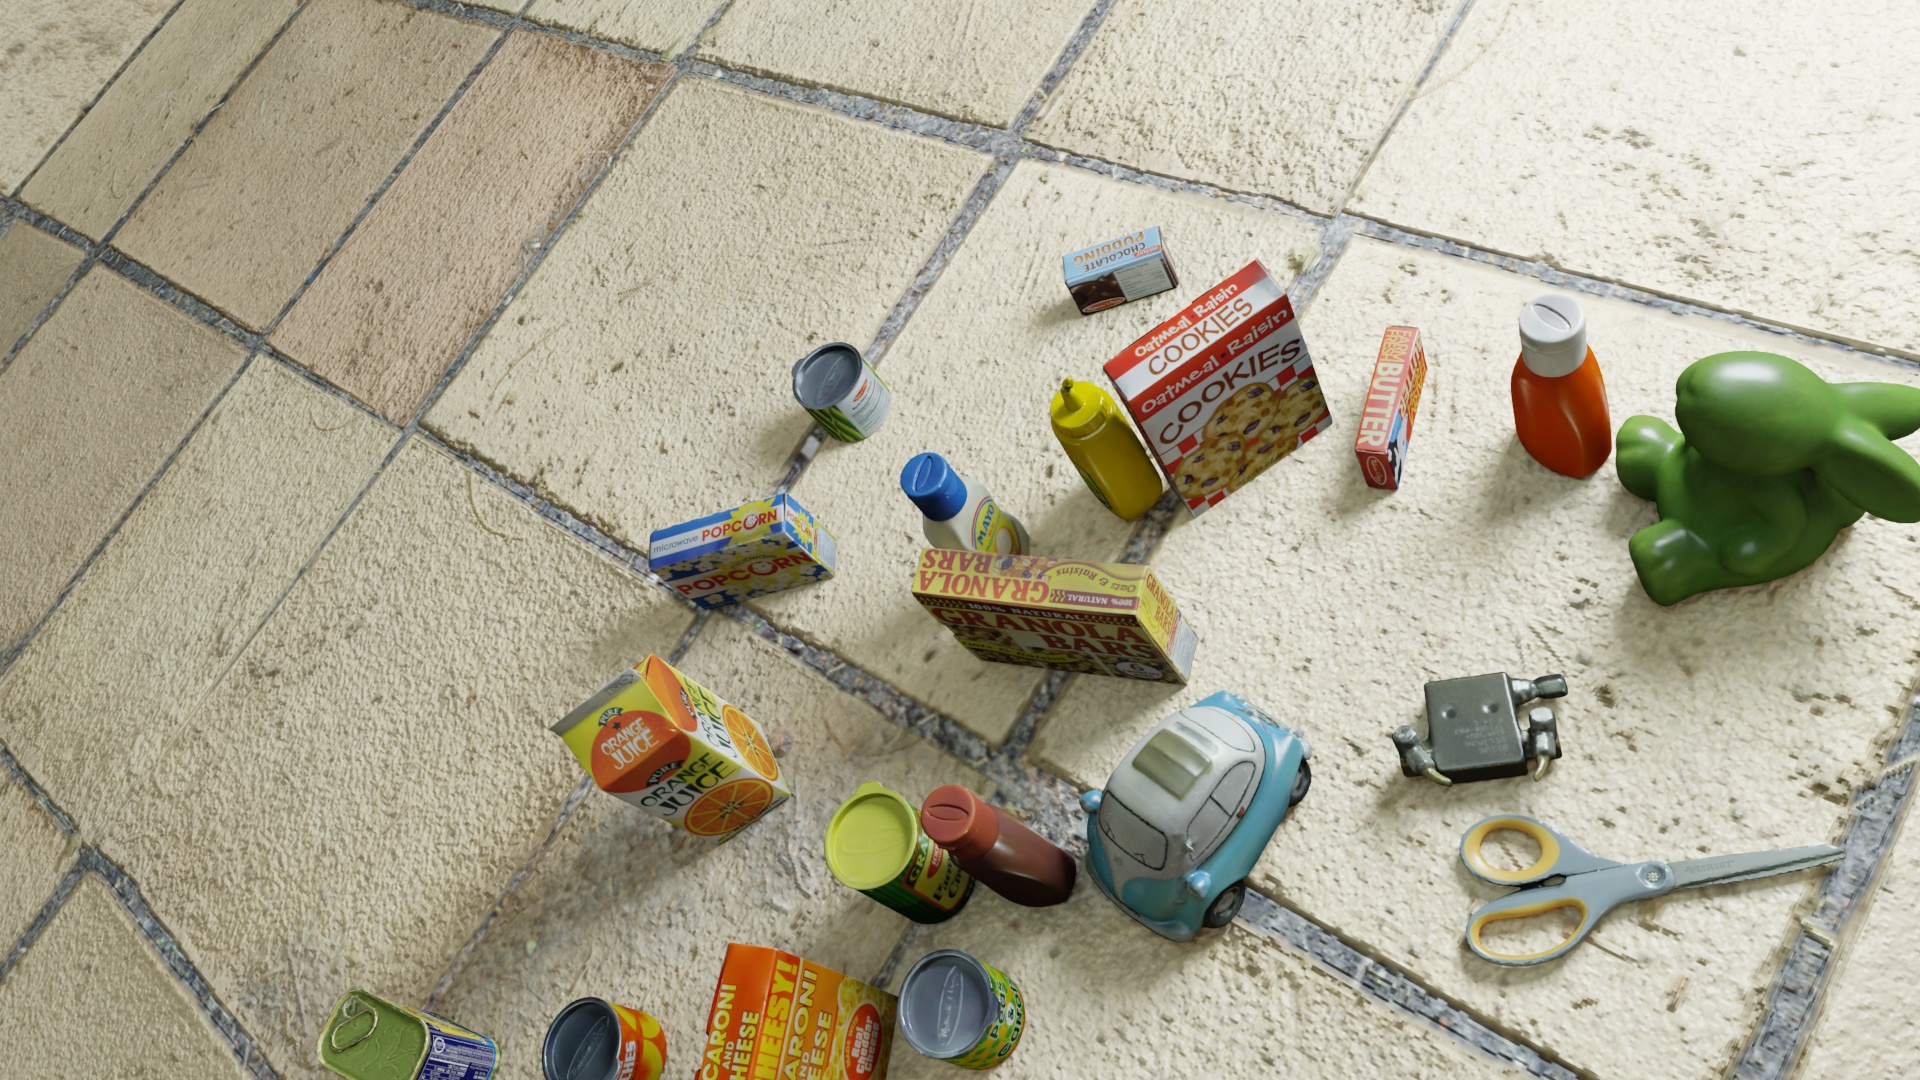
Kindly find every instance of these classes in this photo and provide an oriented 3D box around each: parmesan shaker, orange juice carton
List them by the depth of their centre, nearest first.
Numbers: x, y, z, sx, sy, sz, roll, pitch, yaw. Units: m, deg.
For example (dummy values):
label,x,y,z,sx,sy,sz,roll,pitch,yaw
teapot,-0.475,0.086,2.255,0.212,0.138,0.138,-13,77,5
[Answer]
label,x,y,z,sx,sy,sz,roll,pitch,yaw
parmesan shaker,-0.038,0.210,0.930,0.071,0.103,0.071,-12,59,20
orange juice carton,-0.208,0.146,0.993,0.072,0.192,0.073,-35,54,5

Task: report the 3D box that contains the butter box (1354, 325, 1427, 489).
label,x,y,z,sx,sy,sz,roll,pitch,yaw
butter box,0.300,-0.093,0.965,0.024,0.053,0.104,8,67,30

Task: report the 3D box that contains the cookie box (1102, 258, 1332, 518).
label,x,y,z,sx,sy,sz,roll,pitch,yaw
cookie box,0.180,-0.100,0.957,0.123,0.167,0.040,-35,54,5

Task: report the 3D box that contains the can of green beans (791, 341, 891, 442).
label,x,y,z,sx,sy,sz,roll,pitch,yaw
can of green beans,-0.100,-0.125,1.175,0.071,0.057,0.071,-12,59,20

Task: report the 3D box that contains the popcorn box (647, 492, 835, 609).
label,x,y,z,sx,sy,sz,roll,pitch,yaw
popcorn box,-0.175,0.011,1.119,0.126,0.085,0.038,-15,58,18

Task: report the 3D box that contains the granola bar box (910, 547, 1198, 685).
label,x,y,z,sx,sy,sz,roll,pitch,yaw
granola bar box,0.066,0.053,0.954,0.165,0.124,0.039,4,66,28

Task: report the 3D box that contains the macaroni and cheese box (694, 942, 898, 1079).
label,x,y,z,sx,sy,sz,roll,pitch,yaw
macaroni and cheese box,-0.100,0.328,0.855,0.040,0.166,0.124,-3,63,25

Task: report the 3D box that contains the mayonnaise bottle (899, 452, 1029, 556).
label,x,y,z,sx,sy,sz,roll,pitch,yaw
mayonnaise bottle,0.004,-0.013,1.006,0.041,0.147,0.065,7,67,29

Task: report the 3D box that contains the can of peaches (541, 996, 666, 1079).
label,x,y,z,sx,sy,sz,roll,pitch,yaw
can of peaches,-0.248,0.361,0.976,0.071,0.058,0.071,-12,59,20

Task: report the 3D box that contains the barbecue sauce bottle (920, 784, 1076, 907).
label,x,y,z,sx,sy,sz,roll,pitch,yaw
barbecue sauce bottle,0.021,0.194,0.881,0.065,0.148,0.044,2,65,27

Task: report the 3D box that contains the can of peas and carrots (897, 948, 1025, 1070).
label,x,y,z,sx,sy,sz,roll,pitch,yaw
can of peas and carrots,0.004,0.300,0.886,0.071,0.058,0.071,-12,59,20

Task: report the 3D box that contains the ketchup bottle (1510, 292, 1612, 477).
label,x,y,z,sx,sy,sz,roll,pitch,yaw
ketchup bottle,0.375,-0.097,0.872,0.043,0.148,0.065,-41,54,1

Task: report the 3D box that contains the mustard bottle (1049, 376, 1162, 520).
label,x,y,z,sx,sy,sz,roll,pitch,yaw
mustard bottle,0.097,-0.072,0.986,0.049,0.160,0.065,-39,54,2

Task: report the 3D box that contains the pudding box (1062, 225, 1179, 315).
label,x,y,z,sx,sy,sz,roll,pitch,yaw
pudding box,0.128,-0.217,1.120,0.083,0.049,0.030,-15,58,18
